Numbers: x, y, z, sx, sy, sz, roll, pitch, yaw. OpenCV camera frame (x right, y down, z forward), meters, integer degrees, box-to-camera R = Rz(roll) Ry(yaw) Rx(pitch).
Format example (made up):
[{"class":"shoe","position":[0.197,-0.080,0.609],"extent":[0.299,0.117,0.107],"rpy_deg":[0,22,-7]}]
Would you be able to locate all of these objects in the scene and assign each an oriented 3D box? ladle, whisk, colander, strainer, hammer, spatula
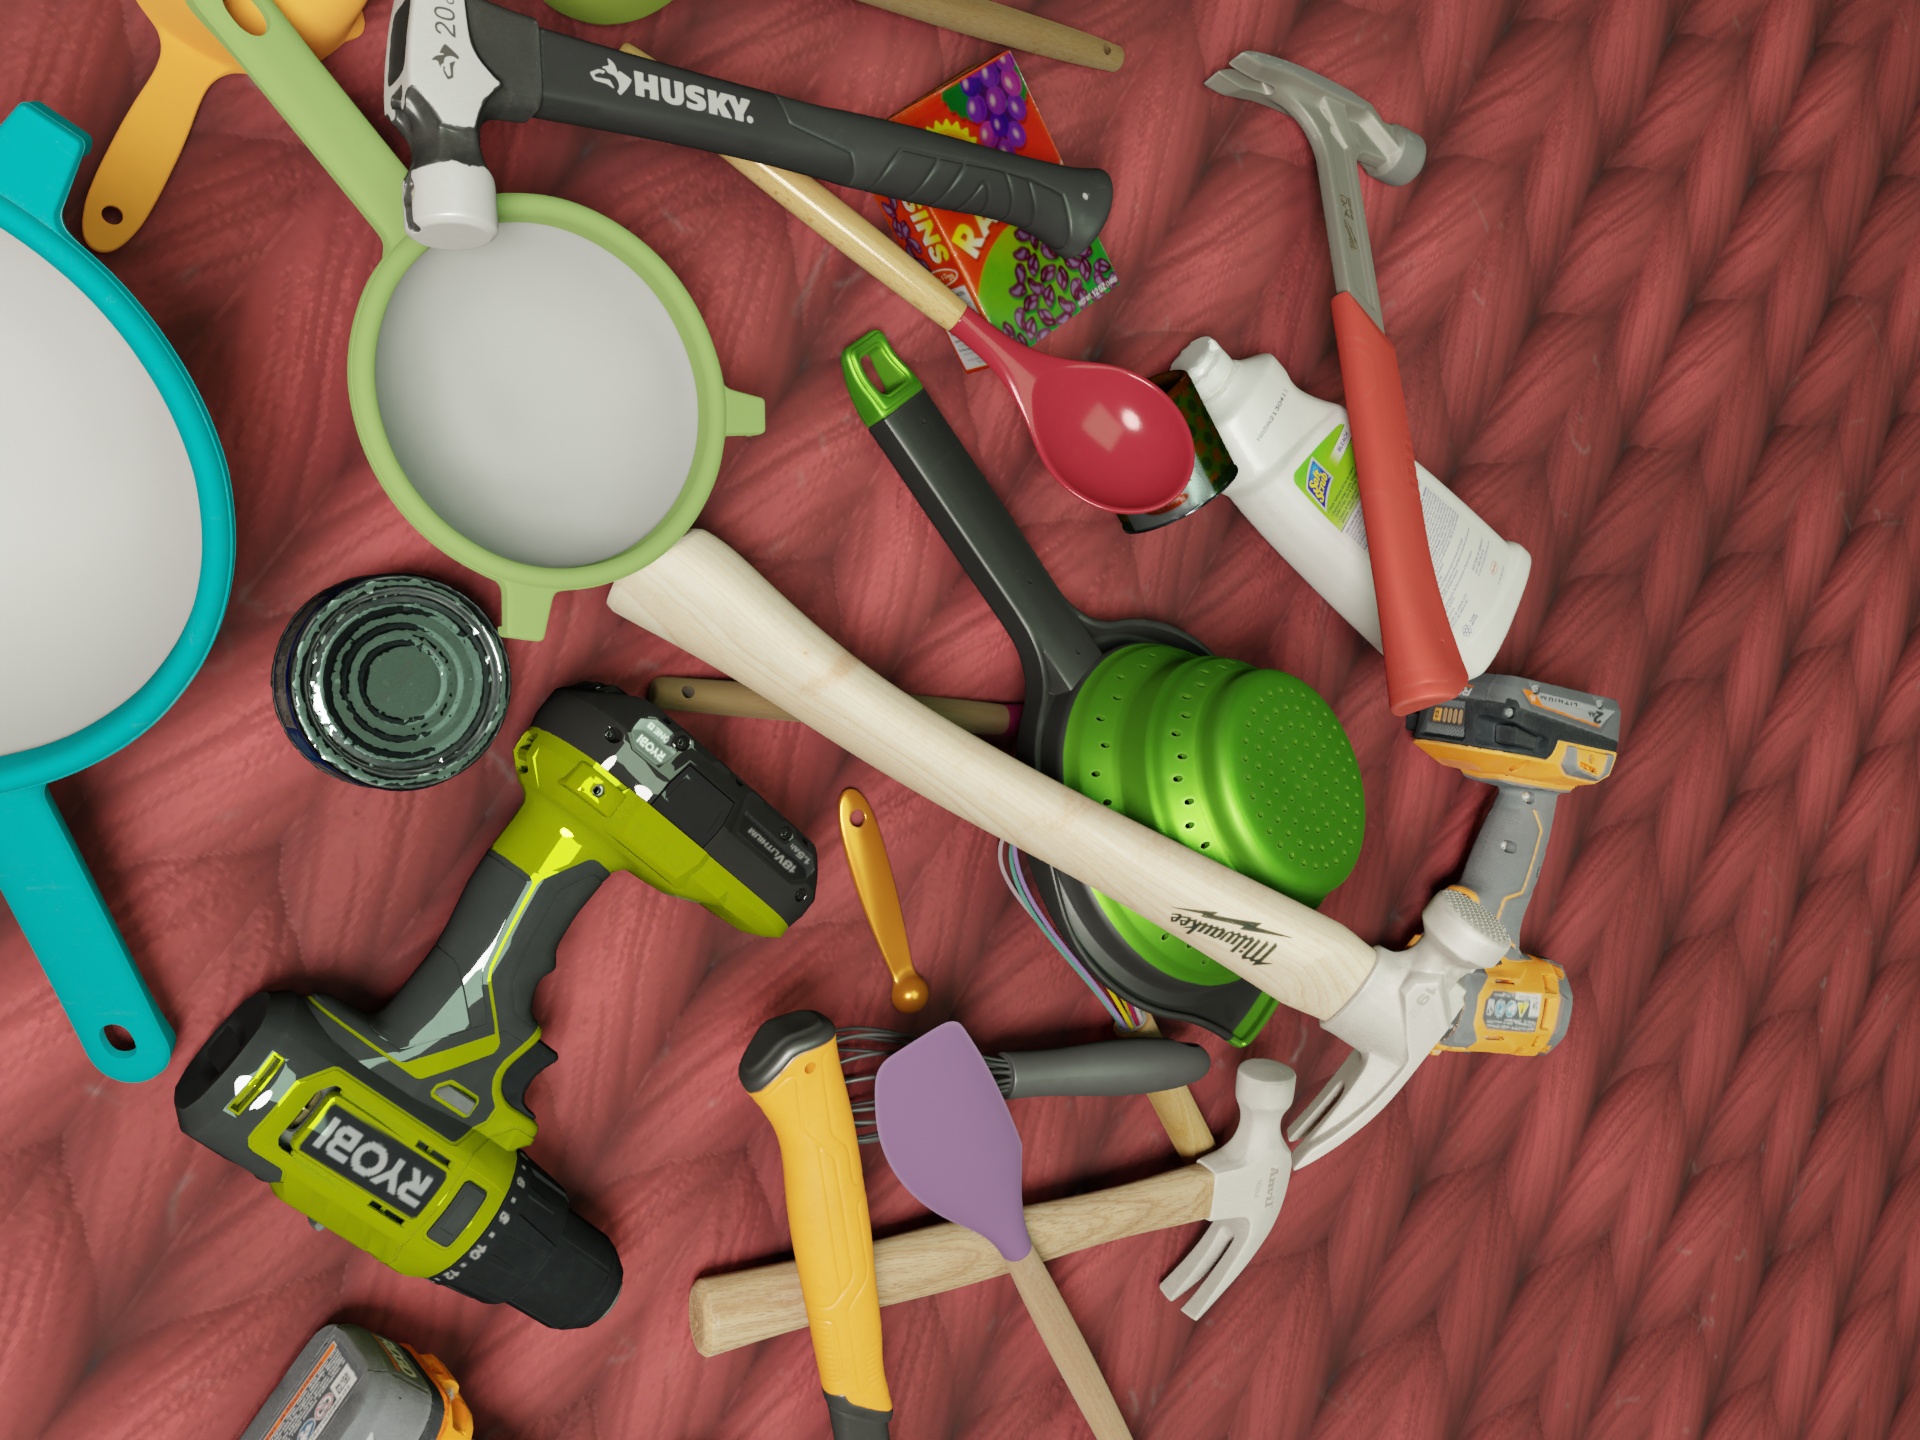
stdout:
[{"class":"ladle","position":[-0.022,-0.198,0.721],"extent":[0.315,0.031,0.069],"rpy_deg":[35,77,-16]},{"class":"whisk","position":[-0.348,-0.158,0.531],"extent":[0.058,0.059,0.246],"rpy_deg":[-28,116,11]},{"class":"colander","position":[0.085,-0.027,0.759],"extent":[0.397,0.094,0.204],"rpy_deg":[55,47,-13]},{"class":"whisk","position":[0.021,0.171,0.765],"extent":[0.238,0.055,0.055],"rpy_deg":[3,90,-28]},{"class":"strainer","position":[-0.321,-0.033,0.528],"extent":[0.211,0.095,0.340],"rpy_deg":[-9,122,-4]},{"class":"strainer","position":[-0.202,-0.163,0.608],"extent":[0.151,0.069,0.256],"rpy_deg":[-50,116,-27]},{"class":"hammer","position":[-0.042,0.281,0.712],"extent":[0.127,0.034,0.336],"rpy_deg":[-16,110,-24]},{"class":"hammer","position":[0.027,0.257,0.783],"extent":[0.331,0.031,0.130],"rpy_deg":[-5,106,-28]},{"class":"hammer","position":[0.212,-0.180,0.841],"extent":[0.149,0.037,0.359],"rpy_deg":[7,70,-34]},{"class":"whisk","position":[0.081,0.137,0.824],"extent":[0.051,0.047,0.244],"rpy_deg":[-34,114,-15]},{"class":"hammer","position":[-0.066,-0.245,0.655],"extent":[0.334,0.035,0.146],"rpy_deg":[-2,85,-38]},{"class":"ladle","position":[-0.049,-0.333,0.729],"extent":[0.320,0.062,0.078],"rpy_deg":[-4,90,-40]},{"class":"hammer","position":[0.028,0.048,0.699],"extent":[0.410,0.038,0.146],"rpy_deg":[30,110,-5]},{"class":"spatula","position":[0.035,0.273,0.762],"extent":[0.060,0.018,0.315],"rpy_deg":[-31,116,-13]}]

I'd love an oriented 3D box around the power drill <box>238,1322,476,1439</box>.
[{"class":"power drill","position":[-0.193,0.356,0.629],"extent":[0.226,0.084,0.164],"rpy_deg":[44,69,-30]}]

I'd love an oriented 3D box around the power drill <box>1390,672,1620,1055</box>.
[{"class":"power drill","position":[0.297,0.086,0.941],"extent":[0.185,0.084,0.226],"rpy_deg":[9,91,-31]}]

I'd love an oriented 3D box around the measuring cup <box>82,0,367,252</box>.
[{"class":"measuring cup","position":[-0.272,-0.249,0.572],"extent":[0.095,0.052,0.174],"rpy_deg":[26,75,-31]}]

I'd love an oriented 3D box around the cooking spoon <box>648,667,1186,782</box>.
[{"class":"cooking spoon","position":[-0.001,-0.002,0.777],"extent":[0.318,0.017,0.069],"rpy_deg":[4,83,-34]}]

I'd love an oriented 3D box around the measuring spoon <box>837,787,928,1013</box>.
[{"class":"measuring spoon","position":[-0.036,0.087,0.761],"extent":[0.021,0.011,0.117],"rpy_deg":[-23,104,-30]}]

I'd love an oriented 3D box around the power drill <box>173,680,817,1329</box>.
[{"class":"power drill","position":[-0.163,0.118,0.642],"extent":[0.190,0.080,0.228],"rpy_deg":[44,71,-26]}]
